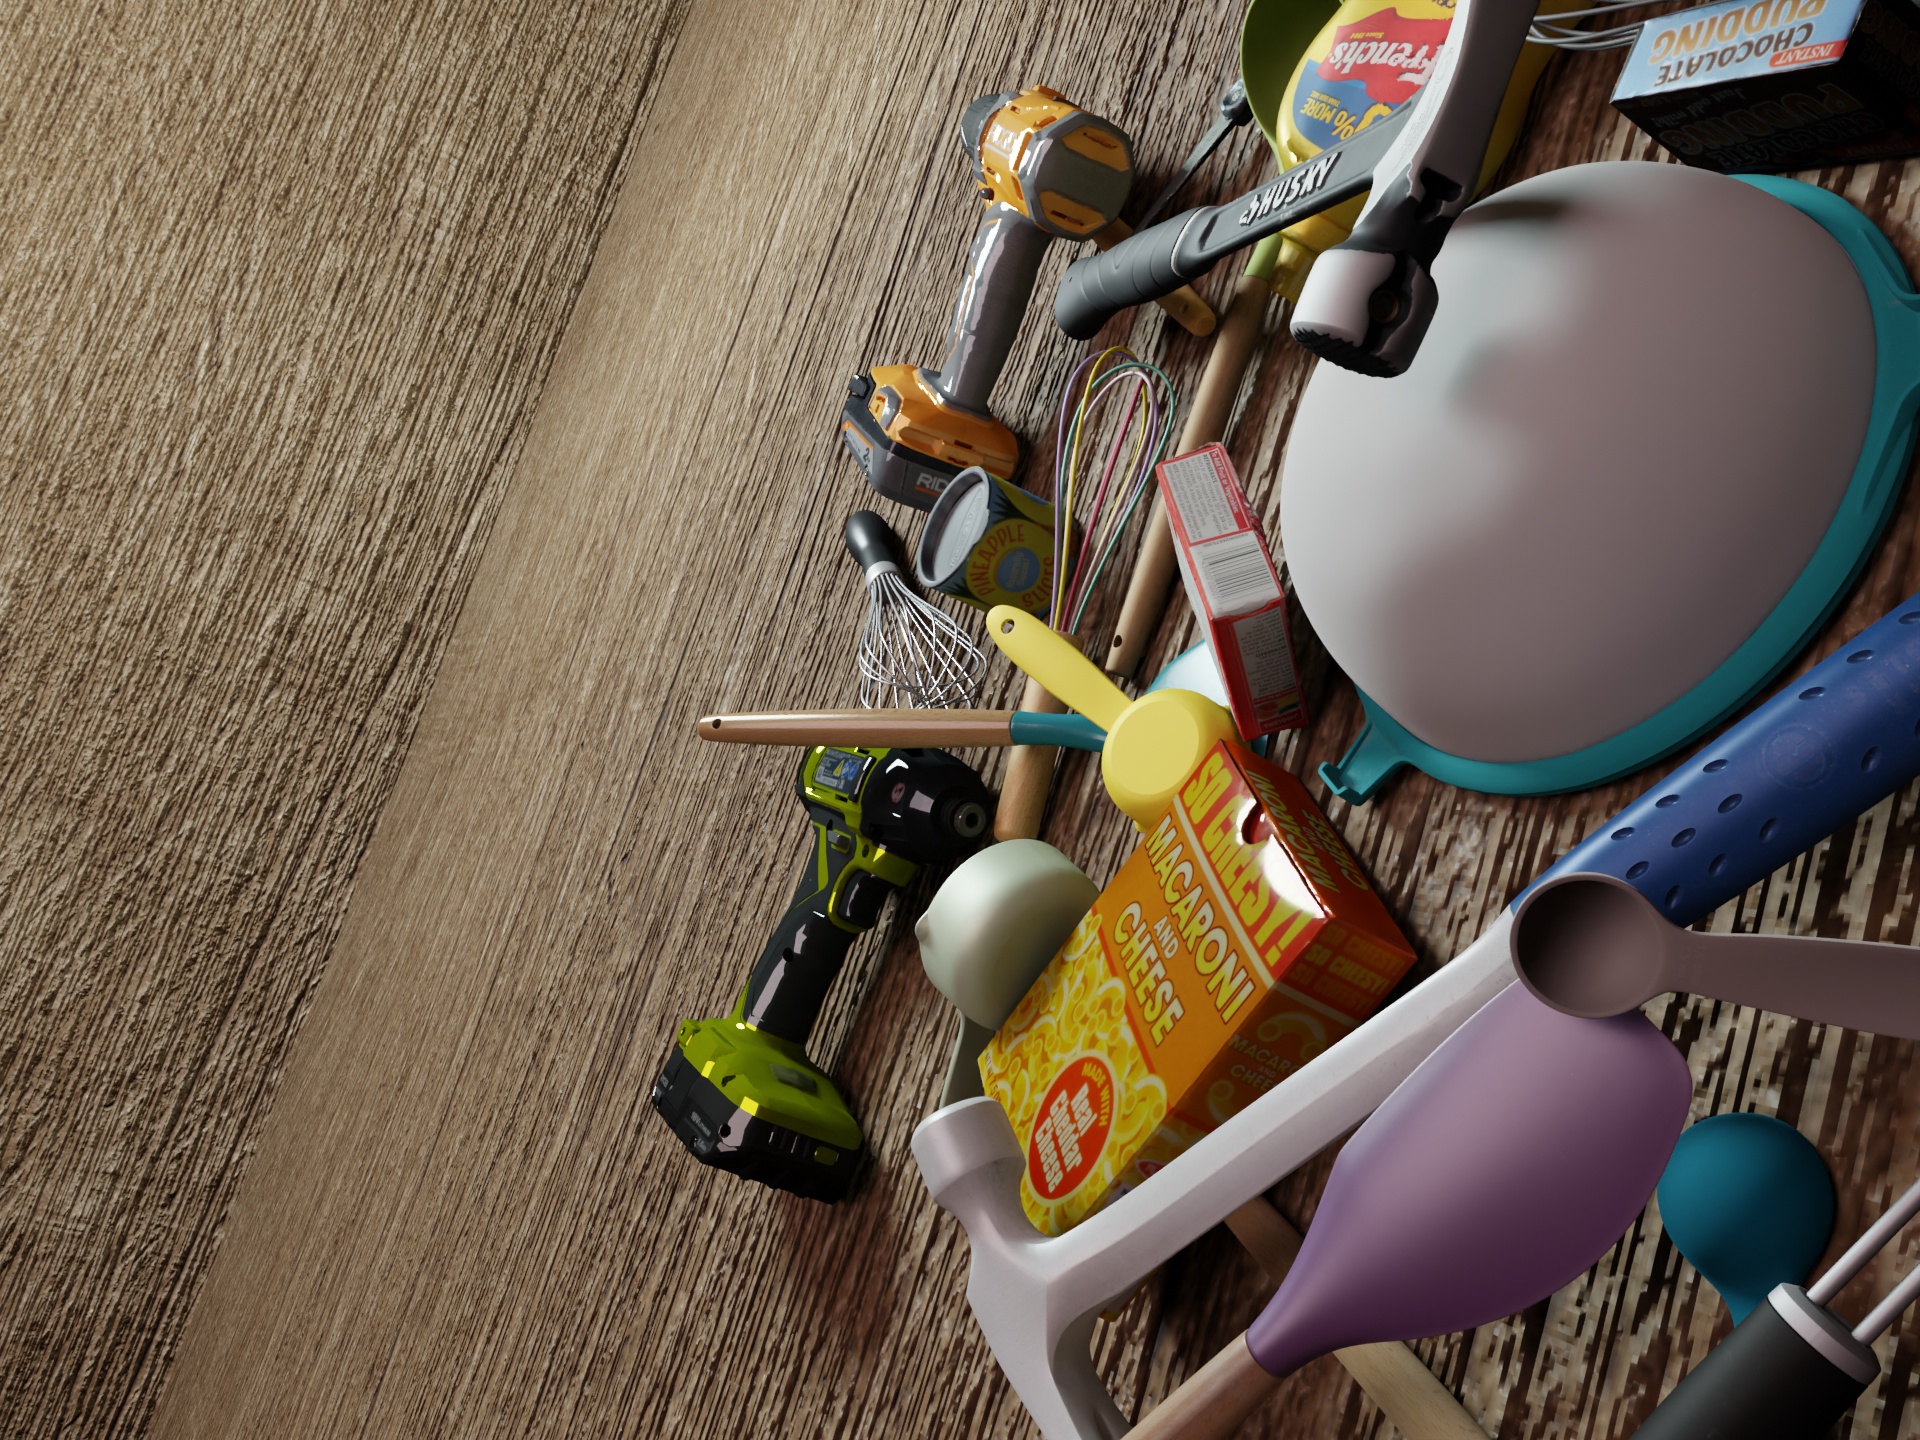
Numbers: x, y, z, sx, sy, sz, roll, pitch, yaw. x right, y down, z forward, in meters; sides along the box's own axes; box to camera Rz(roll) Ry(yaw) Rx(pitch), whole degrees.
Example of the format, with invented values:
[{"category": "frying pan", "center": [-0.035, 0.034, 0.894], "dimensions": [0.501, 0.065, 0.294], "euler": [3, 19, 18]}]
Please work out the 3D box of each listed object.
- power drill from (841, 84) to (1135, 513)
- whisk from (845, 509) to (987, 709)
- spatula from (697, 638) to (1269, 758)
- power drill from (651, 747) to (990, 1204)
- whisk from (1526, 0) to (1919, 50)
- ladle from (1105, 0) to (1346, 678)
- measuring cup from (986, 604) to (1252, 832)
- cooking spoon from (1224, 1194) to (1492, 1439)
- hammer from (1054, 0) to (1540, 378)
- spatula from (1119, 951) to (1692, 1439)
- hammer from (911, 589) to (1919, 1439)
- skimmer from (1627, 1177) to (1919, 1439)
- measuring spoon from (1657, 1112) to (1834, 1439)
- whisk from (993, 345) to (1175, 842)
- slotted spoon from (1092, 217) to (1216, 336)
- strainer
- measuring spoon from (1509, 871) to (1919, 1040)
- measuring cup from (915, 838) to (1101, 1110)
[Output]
[{"category": "power drill", "center": [0.008, -0.246, 0.904], "dimensions": [0.226, 0.084, 0.186], "euler": [-66, 26, 21]}, {"category": "whisk", "center": [-0.038, -0.066, 0.917], "dimensions": [0.070, 0.070, 0.285], "euler": [-59, 22, 18]}, {"category": "spatula", "center": [-0.001, -0.002, 0.720], "dimensions": [0.317, 0.044, 0.082], "euler": [-1, 67, 32]}, {"category": "power drill", "center": [-0.063, 0.114, 0.795], "dimensions": [0.171, 0.080, 0.223], "euler": [12, 77, 65]}, {"category": "whisk", "center": [0.250, -0.229, 0.479], "dimensions": [0.239, 0.055, 0.055], "euler": [34, 101, 53]}, {"category": "ladle", "center": [0.114, -0.174, 0.705], "dimensions": [0.078, 0.062, 0.320], "euler": [20, 90, 58]}, {"category": "measuring cup", "center": [0.053, -0.011, 0.648], "dimensions": [0.062, 0.029, 0.157], "euler": [-53, 51, 5]}, {"category": "cooking spoon", "center": [0.141, 0.201, 0.400], "dimensions": [0.319, 0.017, 0.068], "euler": [40, 116, 63]}, {"category": "hammer", "center": [0.101, -0.195, 0.620], "dimensions": [0.409, 0.036, 0.149], "euler": [-142, 74, -77]}, {"category": "spatula", "center": [0.066, 0.185, 0.421], "dimensions": [0.316, 0.018, 0.060], "euler": [-50, 55, 20]}, {"category": "hammer", "center": [0.146, 0.070, 0.414], "dimensions": [0.405, 0.035, 0.144], "euler": [-44, 55, 25]}, {"category": "skimmer", "center": [0.194, 0.072, 0.295], "dimensions": [0.363, 0.090, 0.127], "euler": [-56, 49, 15]}, {"category": "measuring spoon", "center": [0.179, 0.151, 0.361], "dimensions": [0.042, 0.021, 0.129], "euler": [-33, 42, 49]}, {"category": "whisk", "center": [0.056, -0.060, 0.750], "dimensions": [0.047, 0.051, 0.245], "euler": [48, -125, -77]}, {"category": "slotted spoon", "center": [0.078, -0.272, 0.882], "dimensions": [0.070, 0.031, 0.314], "euler": [-57, 30, 22]}, {"category": "strainer", "center": [0.200, -0.102, 0.439], "dimensions": [0.340, 0.095, 0.211], "euler": [-22, 51, 57]}, {"category": "measuring spoon", "center": [0.188, 0.055, 0.355], "dimensions": [0.018, 0.124, 0.034], "euler": [-25, -60, -68]}, {"category": "measuring cup", "center": [0.016, 0.132, 0.653], "dimensions": [0.038, 0.083, 0.167], "euler": [33, 116, 53]}]
